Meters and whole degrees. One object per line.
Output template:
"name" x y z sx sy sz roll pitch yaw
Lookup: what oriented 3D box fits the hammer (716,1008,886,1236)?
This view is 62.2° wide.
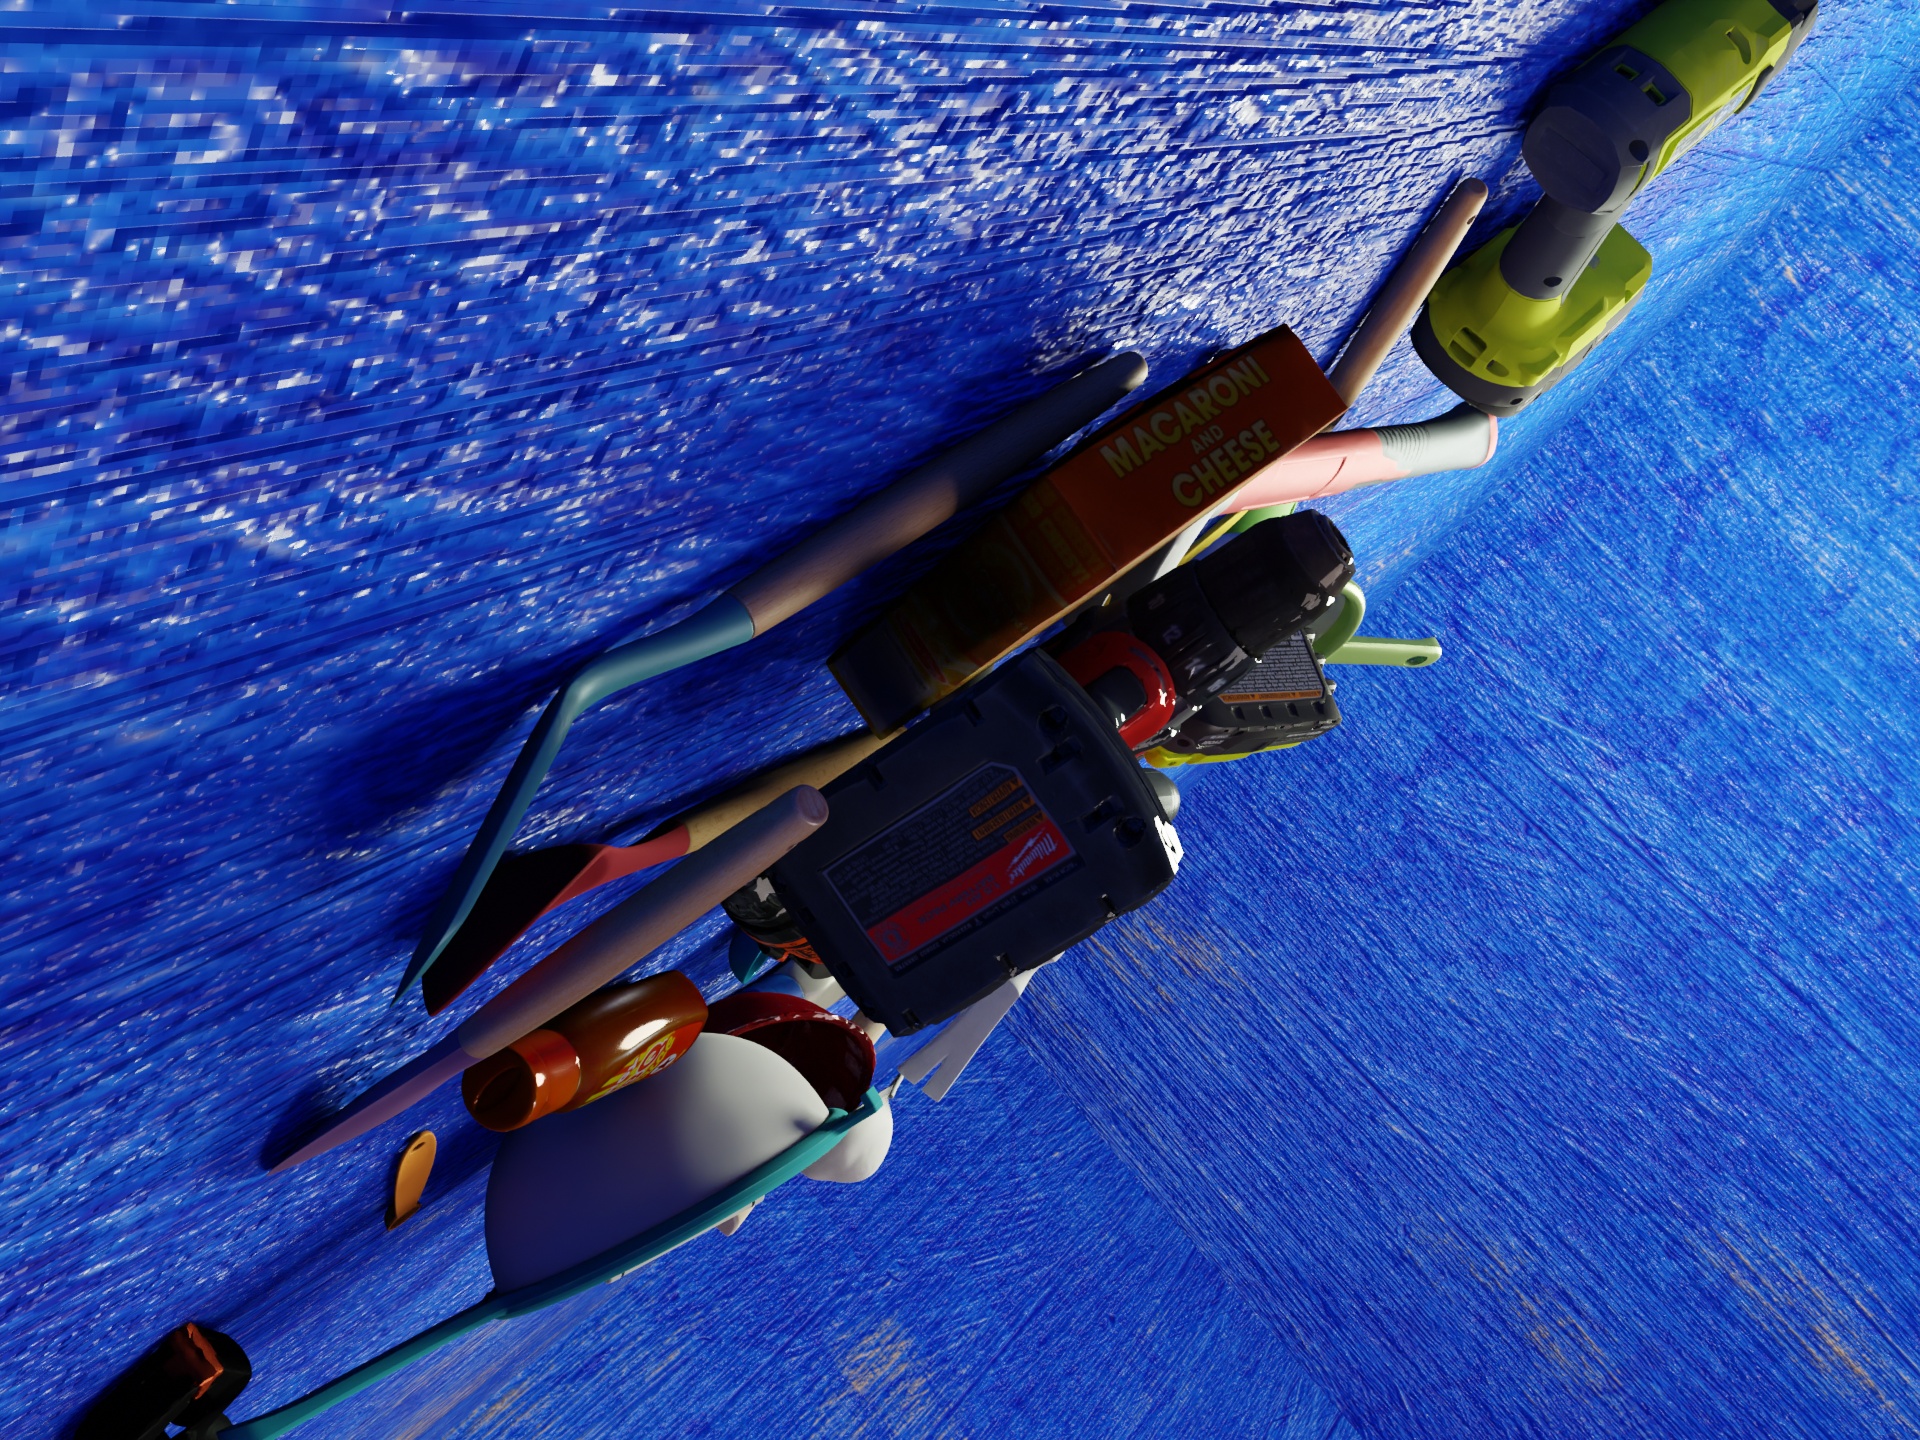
"hammer" -0.049 0.199 1.170 0.411 0.038 0.146 -51 180 -10

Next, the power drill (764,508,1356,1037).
"power drill" 0.046 0.001 0.556 0.188 0.080 0.227 -34 -177 23

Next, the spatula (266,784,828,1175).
"spatula" -0.147 0.096 0.520 0.316 0.018 0.060 -34 176 35

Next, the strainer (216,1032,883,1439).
"strainer" -0.220 0.245 0.820 0.340 0.095 0.211 -21 173 -36

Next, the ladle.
"ladle" -0.093 0.038 0.610 0.069 0.031 0.315 -38 174 27

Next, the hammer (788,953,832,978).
"hammer" 0.005 0.064 1.030 0.331 0.031 0.130 -35 164 -44

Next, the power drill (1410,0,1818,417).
"power drill" 0.321 -0.262 0.785 0.171 0.080 0.223 -39 166 -16

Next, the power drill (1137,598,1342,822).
"power drill" 0.098 0.018 0.889 0.190 0.080 0.228 -3 156 -37

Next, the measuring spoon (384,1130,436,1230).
"measuring spoon" -0.266 0.219 0.764 0.021 0.011 0.116 -34 163 -38

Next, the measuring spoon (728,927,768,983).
"measuring spoon" -0.107 0.116 0.924 0.042 0.021 0.128 -58 175 15

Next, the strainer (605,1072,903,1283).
"strainer" -0.121 0.284 0.965 0.258 0.050 0.086 -19 156 -39

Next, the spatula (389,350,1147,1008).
"spatula" -0.040 -0.033 0.465 0.317 0.044 0.082 -37 180 -32

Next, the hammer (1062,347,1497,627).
"hammer" 0.188 -0.120 0.811 0.386 0.038 0.143 -18 145 -53

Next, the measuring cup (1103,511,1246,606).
"measuring cup" 0.105 -0.092 0.815 0.156 0.029 0.062 -37 169 -40

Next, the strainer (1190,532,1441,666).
"strainer" 0.191 -0.066 0.943 0.256 0.069 0.151 1 151 -37

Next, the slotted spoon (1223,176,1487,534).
"slotted spoon" 0.197 -0.169 0.840 0.070 0.031 0.313 -33 166 -24

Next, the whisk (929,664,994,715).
"whisk" -0.001 -0.001 0.742 0.055 0.055 0.238 -39 166 -16

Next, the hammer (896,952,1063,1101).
"hammer" 0.010 0.183 1.199 0.144 0.035 0.405 -51 -179 -2
